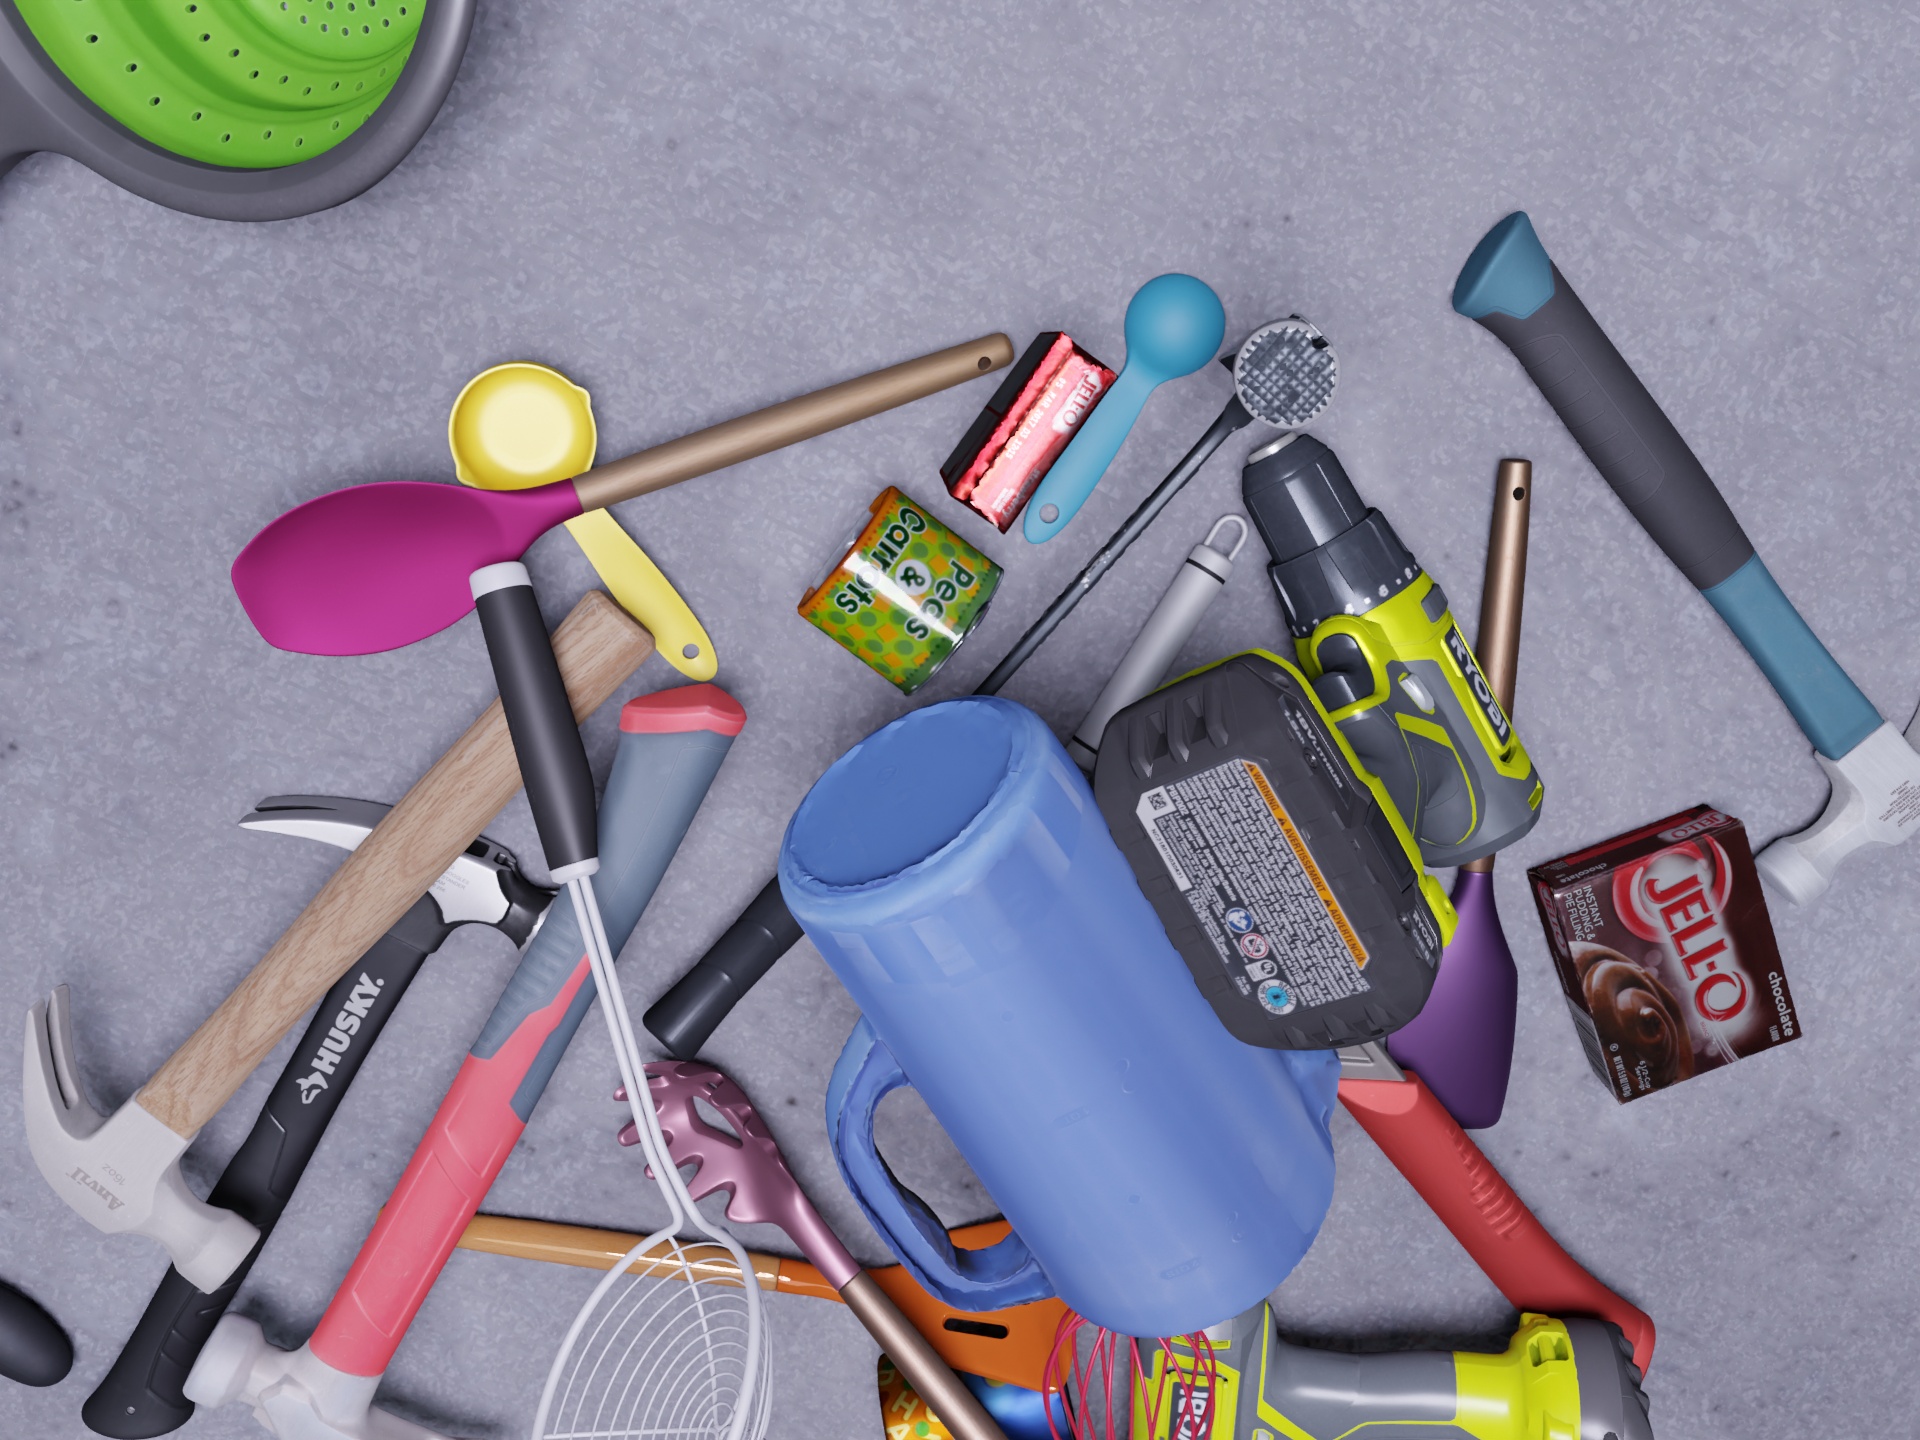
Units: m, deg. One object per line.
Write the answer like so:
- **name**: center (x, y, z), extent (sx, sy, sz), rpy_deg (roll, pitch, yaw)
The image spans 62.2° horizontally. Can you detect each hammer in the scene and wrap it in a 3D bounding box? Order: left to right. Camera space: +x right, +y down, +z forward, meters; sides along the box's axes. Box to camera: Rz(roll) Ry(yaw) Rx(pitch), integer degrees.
- **hammer**: center (-0.308, 0.185, 0.709), extent (0.146, 0.035, 0.334), rpy_deg (30, 101, -11)
- **hammer**: center (-0.249, 0.076, 0.649), extent (0.130, 0.031, 0.331), rpy_deg (42, 92, -12)
- **hammer**: center (-0.181, 0.160, 0.675), extent (0.143, 0.038, 0.386), rpy_deg (28, 101, -13)
- **hammer**: center (-0.001, -0.002, 0.649), extent (0.036, 0.149, 0.409), rpy_deg (41, 108, -4)
- **hammer**: center (0.202, 0.194, 0.735), extent (0.149, 0.037, 0.359), rpy_deg (-35, 106, 18)
- **hammer**: center (0.319, -0.074, 0.682), extent (0.128, 0.033, 0.331), rpy_deg (-41, 103, 8)

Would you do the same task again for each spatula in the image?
- **spatula**: center (-0.108, 0.249, 0.731), extent (0.322, 0.041, 0.081), rpy_deg (9, 59, -2)
- **spatula**: center (0.231, 0.042, 0.714), extent (0.060, 0.018, 0.315), rpy_deg (1, 105, 0)

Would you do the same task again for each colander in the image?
- **colander**: center (-0.309, -0.248, 0.582), extent (0.397, 0.094, 0.204), rpy_deg (-28, 105, 22)

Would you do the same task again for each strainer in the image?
- **strainer**: center (0.052, 0.023, 0.687), extent (0.087, 0.050, 0.258), rpy_deg (34, 95, 16)

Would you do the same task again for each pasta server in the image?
- **pasta server**: center (-0.034, 0.268, 0.691), extent (0.316, 0.040, 0.060), rpy_deg (47, 118, 11)

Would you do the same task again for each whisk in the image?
- **whisk**: center (-0.504, 0.202, 0.694), extent (0.070, 0.070, 0.284), rpy_deg (-39, 108, 6)
- **whisk**: center (0.076, 0.354, 0.709), extent (0.073, 0.073, 0.295), rpy_deg (-5, 121, -2)

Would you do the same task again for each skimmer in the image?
- **skimmer**: center (-0.149, 0.120, 0.583), extent (0.127, 0.090, 0.363), rpy_deg (-19, 85, 42)

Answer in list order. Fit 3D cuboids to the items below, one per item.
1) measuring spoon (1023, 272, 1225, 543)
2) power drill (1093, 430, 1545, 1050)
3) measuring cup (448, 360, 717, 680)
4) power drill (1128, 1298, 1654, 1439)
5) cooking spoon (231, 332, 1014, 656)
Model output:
- **measuring spoon**: center (0.066, -0.126, 0.658), extent (0.042, 0.021, 0.128), rpy_deg (32, 99, -10)
- **power drill**: center (0.138, -0.002, 0.600), extent (0.080, 0.228, 0.190), rpy_deg (-26, 98, 35)
- **measuring cup**: center (-0.150, -0.080, 0.661), extent (0.062, 0.029, 0.156), rpy_deg (-34, 116, 1)
- **power drill**: center (0.191, 0.339, 0.743), extent (0.223, 0.080, 0.171), rpy_deg (4, 113, 9)
- **cooking spoon**: center (-0.127, -0.098, 0.634), extent (0.319, 0.017, 0.068), rpy_deg (-20, 122, -7)
